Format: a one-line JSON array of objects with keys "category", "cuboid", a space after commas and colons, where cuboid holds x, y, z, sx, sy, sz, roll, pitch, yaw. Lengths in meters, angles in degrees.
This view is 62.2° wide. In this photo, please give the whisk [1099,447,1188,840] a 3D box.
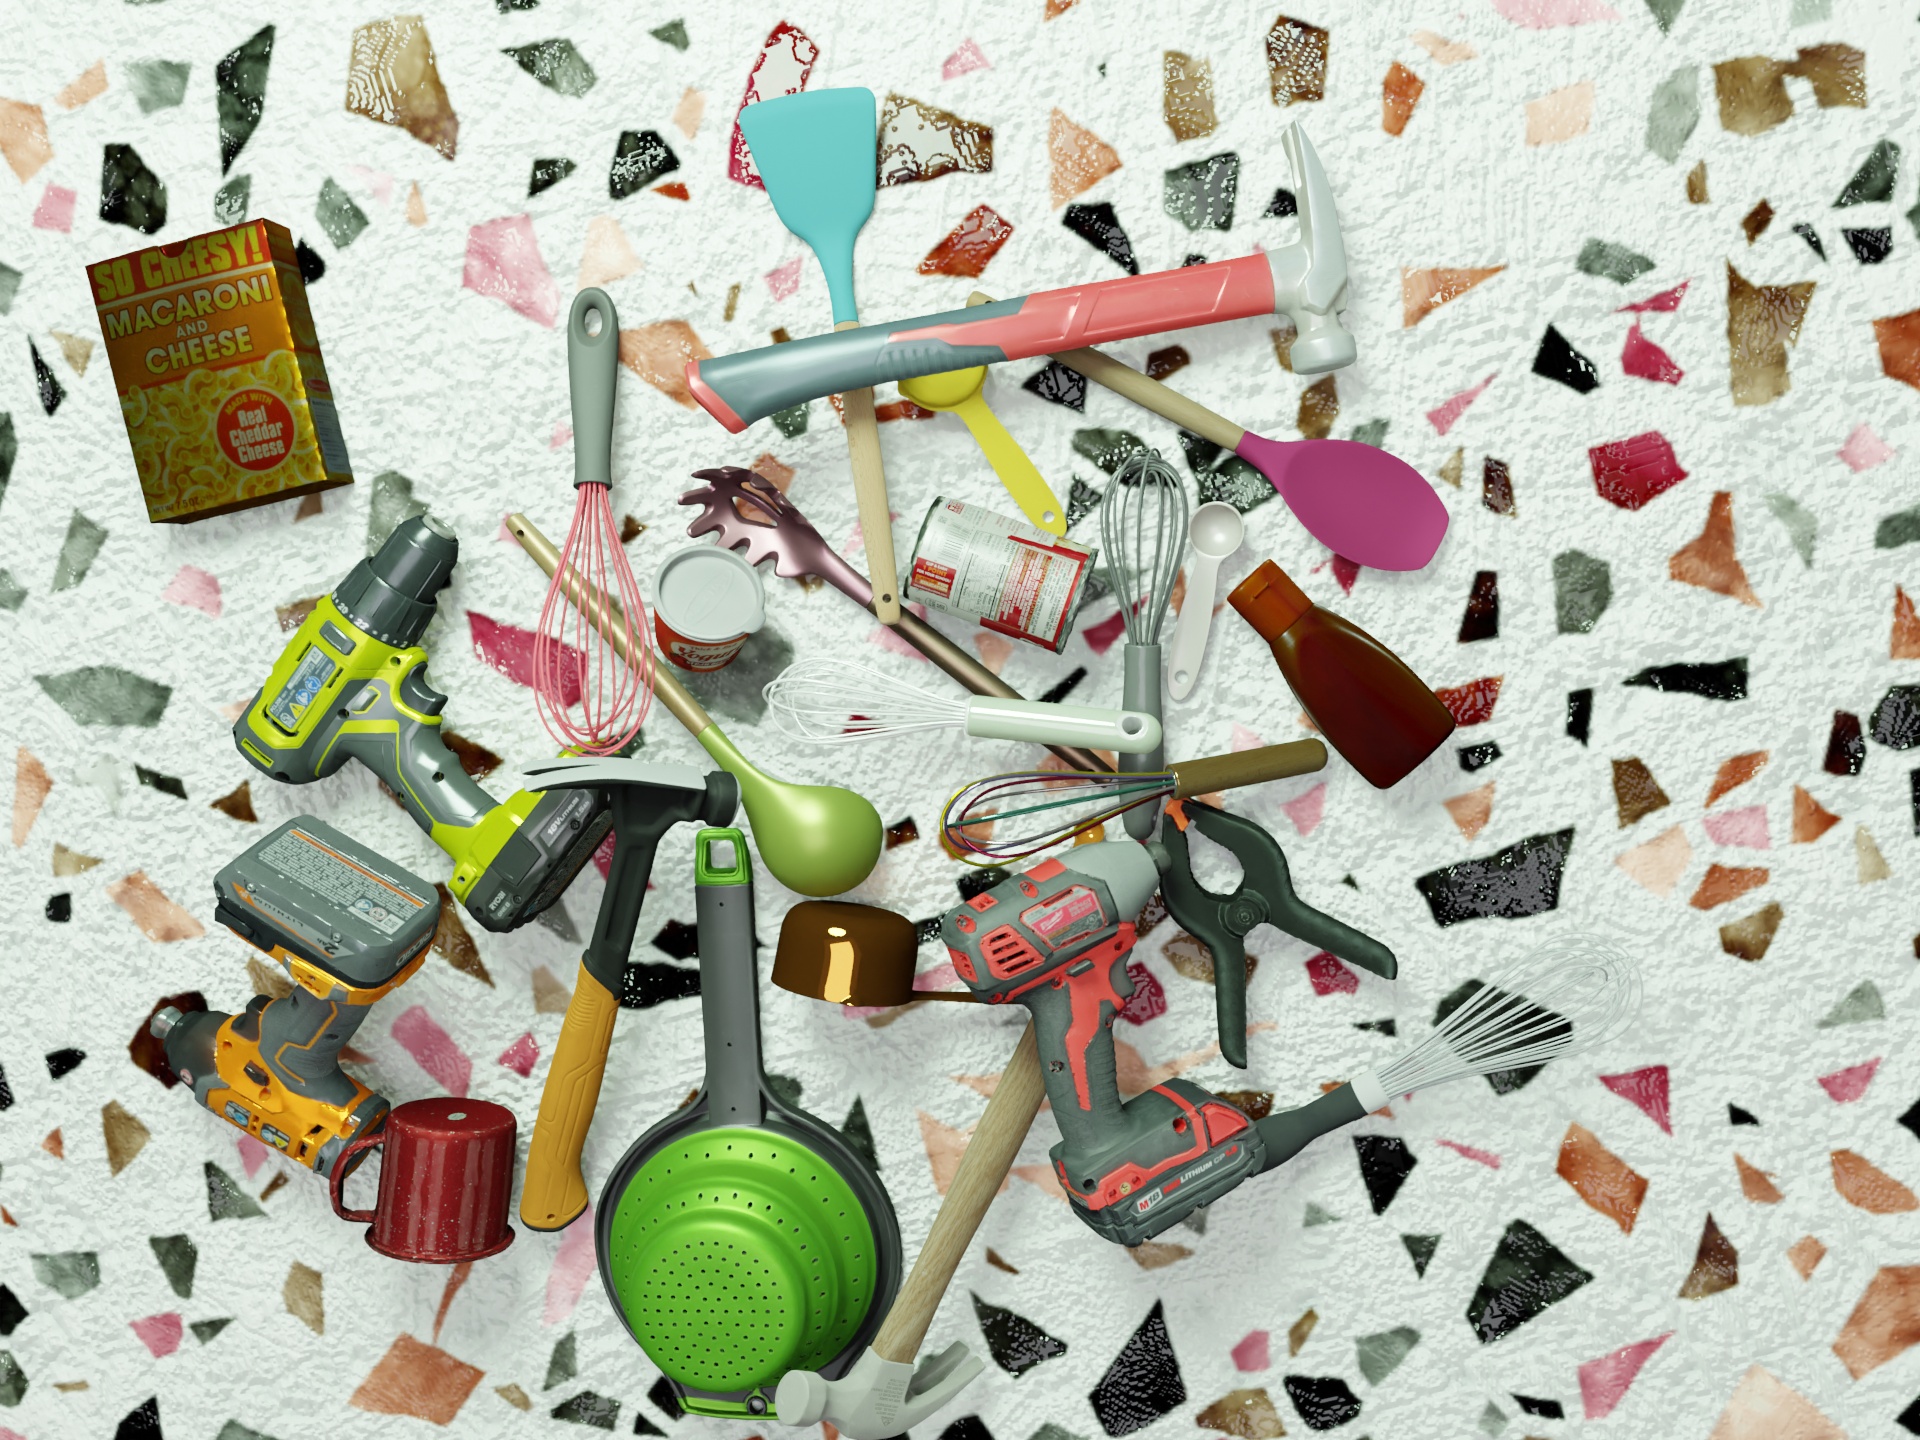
[{"category": "whisk", "cuboid": [0.110, -0.044, 0.960, 0.055, 0.055, 0.239, 1, 100, 6]}]

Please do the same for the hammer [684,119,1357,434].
[{"category": "hammer", "cuboid": [0.030, -0.243, 0.922, 0.386, 0.038, 0.143, -11, 93, -2]}]

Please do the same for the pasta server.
[{"category": "pasta server", "cuboid": [-0.035, -0.055, 0.978, 0.316, 0.040, 0.060, 37, 125, 0]}]

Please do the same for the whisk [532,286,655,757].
[{"category": "whisk", "cuboid": [-0.222, -0.123, 0.962, 0.073, 0.073, 0.296, -4, 80, 7]}]

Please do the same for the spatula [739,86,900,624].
[{"category": "spatula", "cuboid": [-0.067, -0.214, 0.950, 0.082, 0.044, 0.317, -9, 85, 0]}]

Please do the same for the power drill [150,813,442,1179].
[{"category": "power drill", "cuboid": [-0.424, 0.172, 0.996, 0.164, 0.084, 0.226, 29, 121, 4]}]

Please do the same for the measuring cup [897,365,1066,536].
[{"category": "measuring cup", "cuboid": [0.017, -0.177, 0.972, 0.062, 0.029, 0.156, -34, 103, 8]}]

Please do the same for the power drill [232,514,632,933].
[{"category": "power drill", "cuboid": [-0.319, 0.003, 0.996, 0.228, 0.080, 0.190, 40, 99, 4]}]

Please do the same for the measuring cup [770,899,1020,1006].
[{"category": "measuring cup", "cuboid": [-0.029, 0.145, 0.985, 0.173, 0.095, 0.052, 7, 91, -13]}]

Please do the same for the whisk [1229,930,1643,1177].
[{"category": "whisk", "cuboid": [0.277, 0.210, 0.962, 0.284, 0.070, 0.070, -31, 92, 13]}]

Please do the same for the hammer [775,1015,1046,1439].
[{"category": "hammer", "cuboid": [0.010, 0.292, 0.987, 0.130, 0.031, 0.331, 27, 89, -39]}]

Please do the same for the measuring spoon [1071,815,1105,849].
[{"category": "measuring spoon", "cuboid": [0.064, 0.113, 0.999, 0.021, 0.011, 0.117, 21, 101, 4]}]

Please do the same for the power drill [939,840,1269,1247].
[{"category": "power drill", "cuboid": [0.091, 0.181, 0.941, 0.143, 0.078, 0.219, -26, 100, -16]}]

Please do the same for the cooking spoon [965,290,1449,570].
[{"category": "cooking spoon", "cuboid": [0.145, -0.180, 0.955, 0.319, 0.017, 0.069, 28, 87, 3]}]

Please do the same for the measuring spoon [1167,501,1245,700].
[{"category": "measuring spoon", "cuboid": [0.147, -0.072, 0.971, 0.034, 0.018, 0.124, 16, 104, 17]}]

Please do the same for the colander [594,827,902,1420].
[{"category": "colander", "cuboid": [-0.147, 0.269, 0.993, 0.204, 0.094, 0.397, -2, 96, 6]}]

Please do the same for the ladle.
[{"category": "ladle", "cuboid": [-0.172, -0.015, 1.001, 0.320, 0.062, 0.078, 47, 112, 7]}]

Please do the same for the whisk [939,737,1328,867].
[{"category": "whisk", "cuboid": [0.104, 0.044, 0.939, 0.245, 0.051, 0.047, -10, 72, -15]}]

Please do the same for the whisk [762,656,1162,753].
[{"category": "whisk", "cuboid": [-0.002, -0.003, 0.960, 0.246, 0.059, 0.058, 6, 64, 11]}]

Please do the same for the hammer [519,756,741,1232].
[{"category": "hammer", "cuboid": [-0.234, 0.177, 0.981, 0.127, 0.034, 0.336, 7, 113, -25]}]
